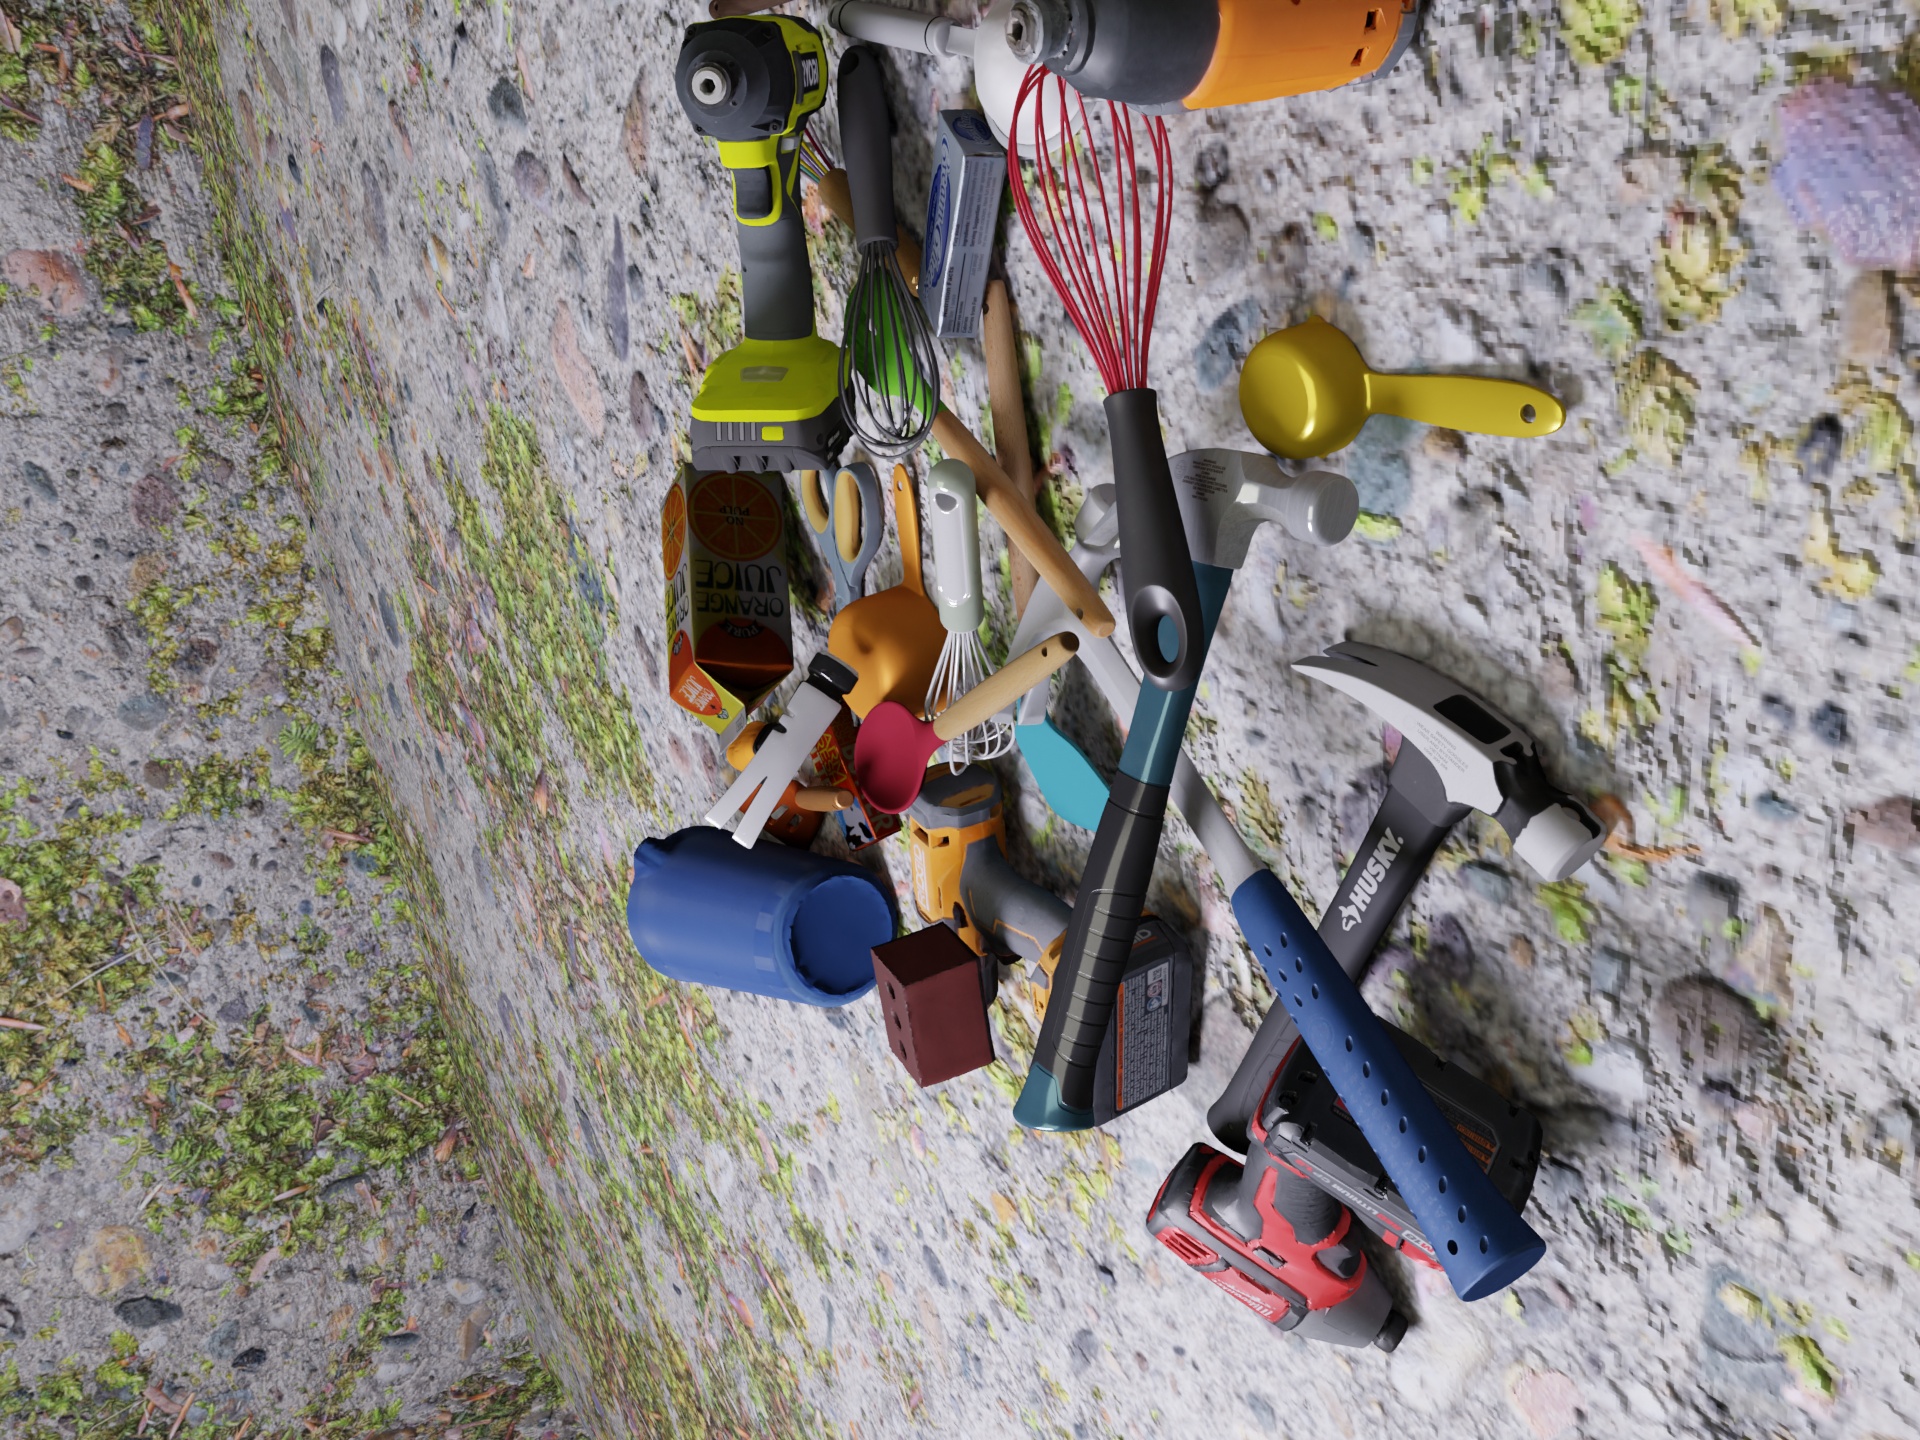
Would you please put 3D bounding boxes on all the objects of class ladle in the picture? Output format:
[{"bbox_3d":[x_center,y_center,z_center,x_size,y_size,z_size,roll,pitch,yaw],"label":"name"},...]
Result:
[{"bbox_3d":[-0.001,-0.003,0.864,0.315,0.031,0.069,147,114,-67],"label":"ladle"}]

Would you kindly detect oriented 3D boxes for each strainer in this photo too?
[{"bbox_3d":[-0.005,-0.339,0.794,0.259,0.050,0.086,38,122,47],"label":"strainer"}]

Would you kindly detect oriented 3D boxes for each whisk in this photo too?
[{"bbox_3d":[-0.047,-0.256,0.859,0.055,0.055,0.239,-26,67,60],"label":"whisk"},{"bbox_3d":[0.001,-0.052,0.896,0.058,0.059,0.246,15,144,15],"label":"whisk"},{"bbox_3d":[0.069,-0.158,0.686,0.073,0.073,0.296,-18,79,60],"label":"whisk"},{"bbox_3d":[-0.089,-0.329,0.932,0.245,0.051,0.047,51,140,24],"label":"whisk"}]

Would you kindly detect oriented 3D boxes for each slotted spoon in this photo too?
[{"bbox_3d":[0.001,-0.149,0.857,0.314,0.031,0.070,57,148,37],"label":"slotted spoon"}]

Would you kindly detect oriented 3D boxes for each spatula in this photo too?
[{"bbox_3d":[0.045,-0.082,0.884,0.082,0.044,0.317,13,113,57],"label":"spatula"},{"bbox_3d":[-0.113,0.064,1.142,0.081,0.041,0.322,38,170,-9],"label":"spatula"}]

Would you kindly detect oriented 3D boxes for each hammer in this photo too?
[{"bbox_3d":[0.178,0.110,0.769,0.146,0.035,0.334,49,144,30],"label":"hammer"},{"bbox_3d":[-0.140,0.023,1.119,0.034,0.127,0.337,34,171,-9],"label":"hammer"},{"bbox_3d":[0.124,0.071,0.724,0.144,0.035,0.406,-61,43,35],"label":"hammer"},{"bbox_3d":[0.081,0.039,0.723,0.128,0.033,0.331,28,108,49],"label":"hammer"}]

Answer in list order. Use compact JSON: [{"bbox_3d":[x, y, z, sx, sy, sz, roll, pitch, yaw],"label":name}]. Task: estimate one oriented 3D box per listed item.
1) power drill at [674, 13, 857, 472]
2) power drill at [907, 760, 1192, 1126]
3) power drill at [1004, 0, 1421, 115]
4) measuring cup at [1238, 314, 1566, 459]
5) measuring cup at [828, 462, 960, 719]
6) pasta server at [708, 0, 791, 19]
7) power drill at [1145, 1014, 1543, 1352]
[{"bbox_3d":[-0.106,-0.251,0.840,0.171,0.080,0.223,-77,-14,-65],"label":"power drill"},{"bbox_3d":[0.042,0.150,0.974,0.226,0.084,0.185,39,141,47],"label":"power drill"},{"bbox_3d":[0.044,-0.306,0.609,0.227,0.164,0.084,52,146,32],"label":"power drill"},{"bbox_3d":[0.170,-0.128,0.640,0.157,0.029,0.062,25,128,54],"label":"measuring cup"},{"bbox_3d":[-0.050,-0.076,1.008,0.095,0.052,0.173,33,136,46],"label":"measuring cup"},{"bbox_3d":[-0.071,-0.409,0.858,0.316,0.040,0.060,21,113,54],"label":"pasta server"},{"bbox_3d":[0.184,0.240,0.778,0.143,0.078,0.219,33,145,11],"label":"power drill"}]
